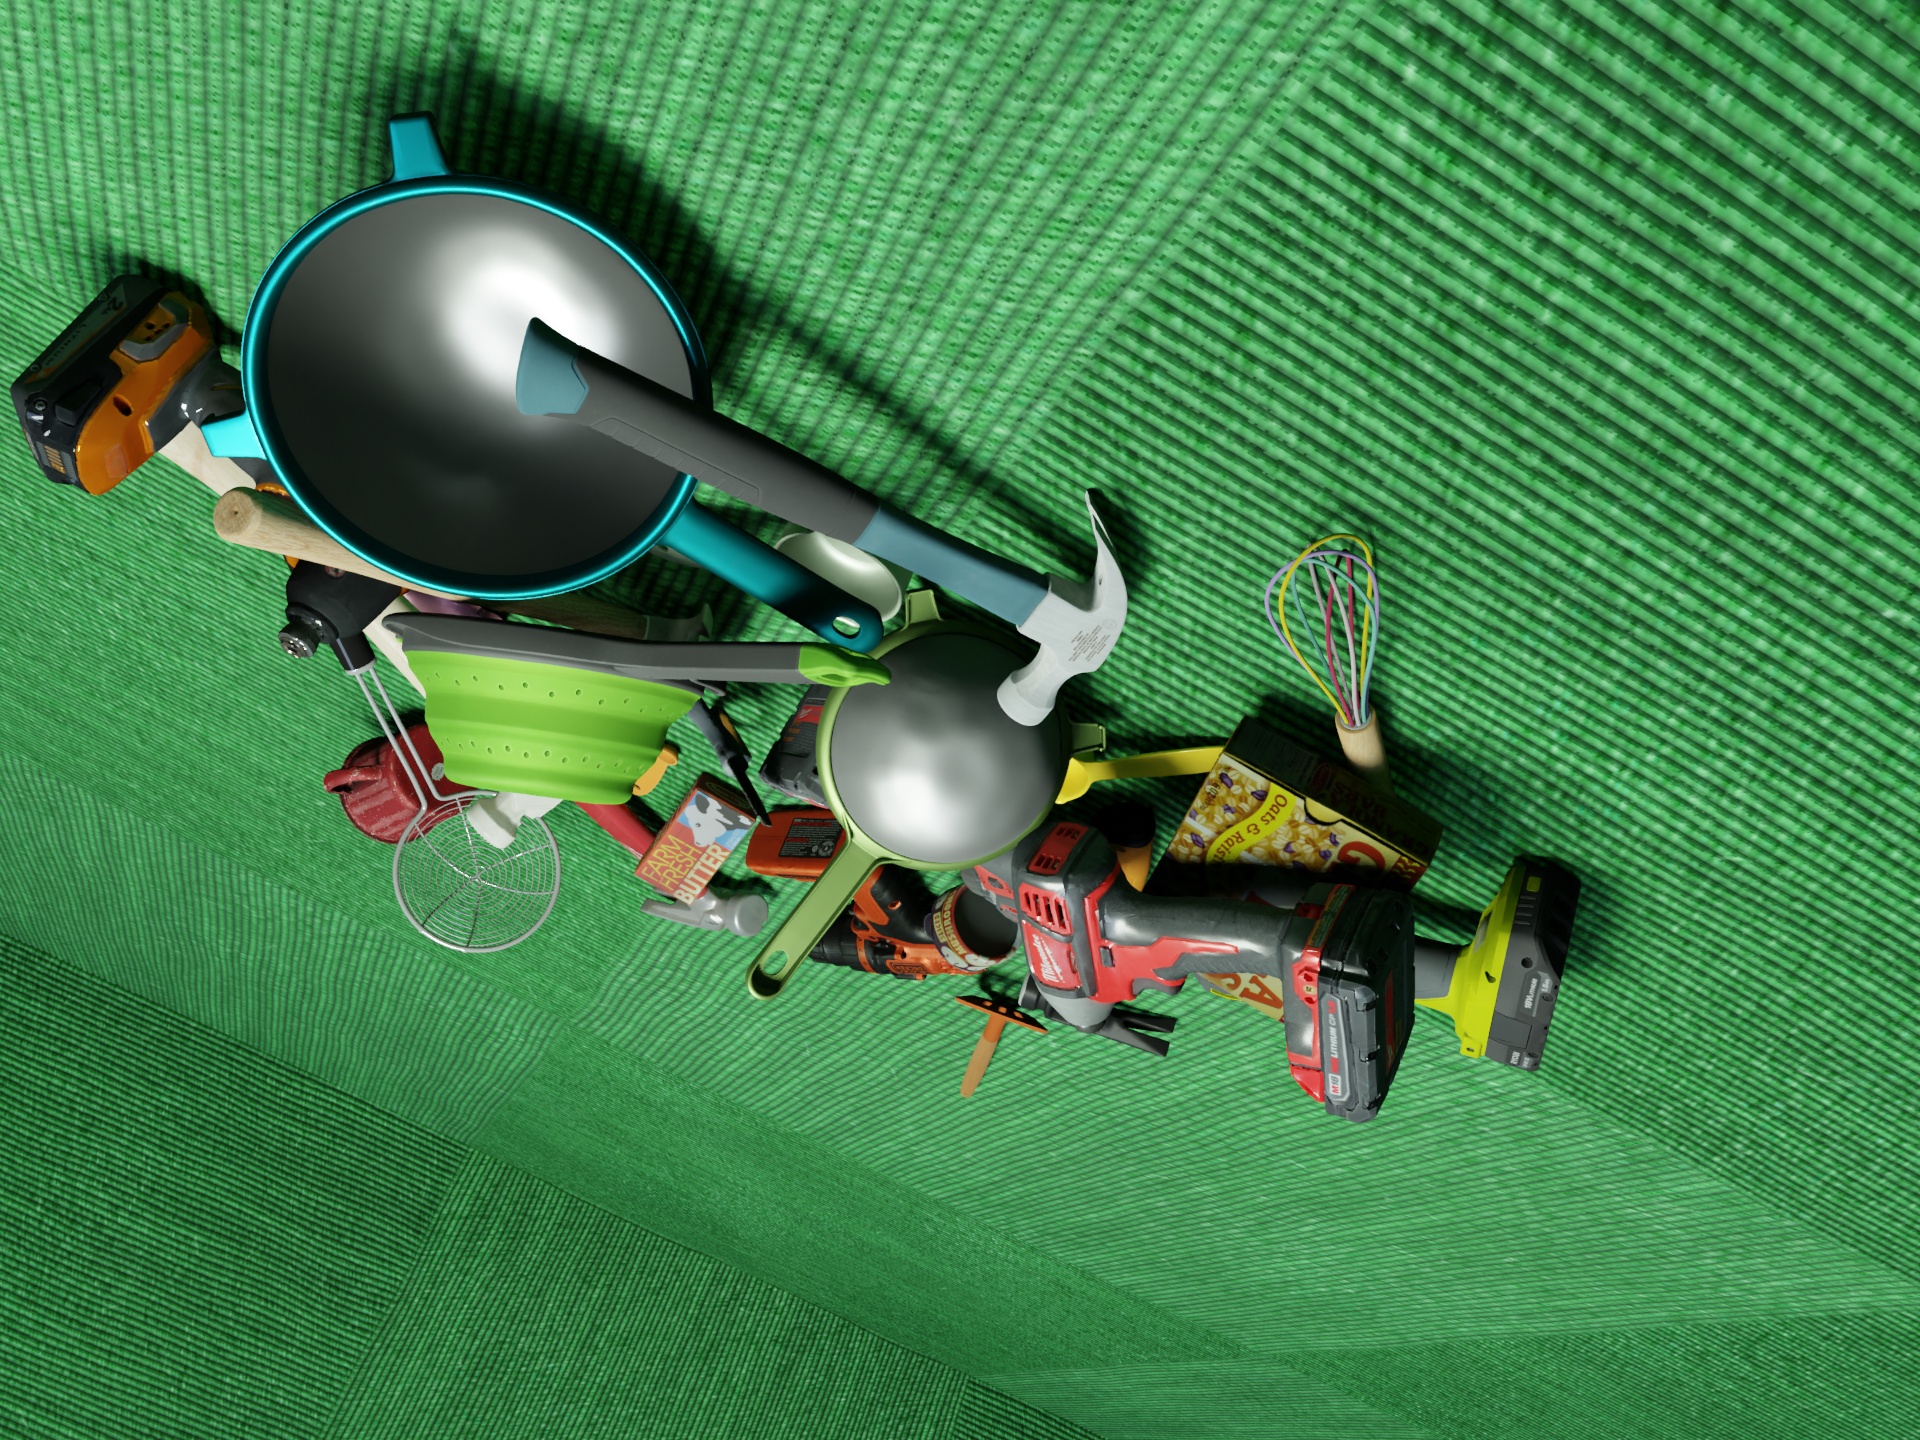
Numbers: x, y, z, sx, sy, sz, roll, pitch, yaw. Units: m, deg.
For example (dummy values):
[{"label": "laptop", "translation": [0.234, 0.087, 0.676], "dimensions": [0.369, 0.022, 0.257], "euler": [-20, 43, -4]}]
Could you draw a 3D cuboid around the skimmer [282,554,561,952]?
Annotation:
[{"label": "skimmer", "translation": [-0.407, 0.017, 1.176], "dimensions": [0.090, 0.127, 0.362], "euler": [32, 147, 44]}]

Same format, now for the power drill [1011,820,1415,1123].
[{"label": "power drill", "translation": [0.136, 0.140, 0.893], "dimensions": [0.220, 0.078, 0.143], "euler": [10, 129, 29]}]

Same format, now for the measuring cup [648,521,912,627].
[{"label": "measuring cup", "translation": [-0.103, -0.099, 0.894], "dimensions": [0.168, 0.038, 0.083], "euler": [11, 148, 23]}]

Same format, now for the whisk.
[{"label": "whisk", "translation": [0.205, -0.015, 0.823], "dimensions": [0.051, 0.047, 0.244], "euler": [18, 156, 32]}]

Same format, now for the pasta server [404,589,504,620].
[{"label": "pasta server", "translation": [-0.419, -0.127, 1.055], "dimensions": [0.316, 0.060, 0.040], "euler": [43, -179, -27]}]

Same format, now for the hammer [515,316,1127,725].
[{"label": "hammer", "translation": [-0.059, -0.101, 0.769], "dimensions": [0.330, 0.033, 0.128], "euler": [23, 127, -25]}]

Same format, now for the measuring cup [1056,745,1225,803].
[{"label": "measuring cup", "translation": [0.100, 0.018, 0.965], "dimensions": [0.156, 0.029, 0.062], "euler": [-6, 139, 24]}]

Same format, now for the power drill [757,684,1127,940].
[{"label": "power drill", "translation": [-0.015, 0.063, 1.033], "dimensions": [0.226, 0.080, 0.188], "euler": [34, 170, -20]}]

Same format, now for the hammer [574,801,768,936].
[{"label": "hammer", "translation": [-0.311, 0.050, 1.262], "dimensions": [0.143, 0.038, 0.385], "euler": [4, 145, 41]}]

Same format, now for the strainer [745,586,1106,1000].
[{"label": "strainer", "translation": [-0.036, 0.062, 0.898], "dimensions": [0.151, 0.256, 0.069], "euler": [38, -179, -17]}]

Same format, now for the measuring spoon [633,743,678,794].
[{"label": "measuring spoon", "translation": [-0.239, 0.038, 1.229], "dimensions": [0.021, 0.011, 0.117], "euler": [35, 152, -12]}]

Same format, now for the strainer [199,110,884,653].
[{"label": "strainer", "translation": [-0.178, -0.142, 0.801], "dimensions": [0.340, 0.095, 0.211], "euler": [31, 115, -28]}]

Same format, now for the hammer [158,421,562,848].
[{"label": "hammer", "translation": [-0.393, -0.099, 1.040], "dimensions": [0.410, 0.146, 0.038], "euler": [49, 178, -23]}]

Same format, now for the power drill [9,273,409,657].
[{"label": "power drill", "translation": [-0.408, -0.139, 0.905], "dimensions": [0.226, 0.164, 0.084], "euler": [27, 150, -4]}]

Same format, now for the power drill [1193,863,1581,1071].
[{"label": "power drill", "translation": [0.248, 0.119, 0.969], "dimensions": [0.228, 0.080, 0.190], "euler": [13, 140, 21]}]

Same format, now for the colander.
[{"label": "colander", "translation": [-0.189, 0.002, 0.898], "dimensions": [0.397, 0.094, 0.204], "euler": [3, 174, 44]}]

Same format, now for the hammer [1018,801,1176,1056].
[{"label": "hammer", "translation": [0.113, 0.155, 1.157], "dimensions": [0.127, 0.034, 0.336], "euler": [18, 149, 10]}]

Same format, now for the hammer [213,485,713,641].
[{"label": "hammer", "translation": [-0.262, -0.074, 0.896], "dimensions": [0.130, 0.031, 0.331], "euler": [4, 174, 30]}]

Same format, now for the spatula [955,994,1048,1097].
[{"label": "spatula", "translation": [0.021, 0.300, 1.443], "dimensions": [0.081, 0.041, 0.322], "euler": [20, 151, 3]}]
